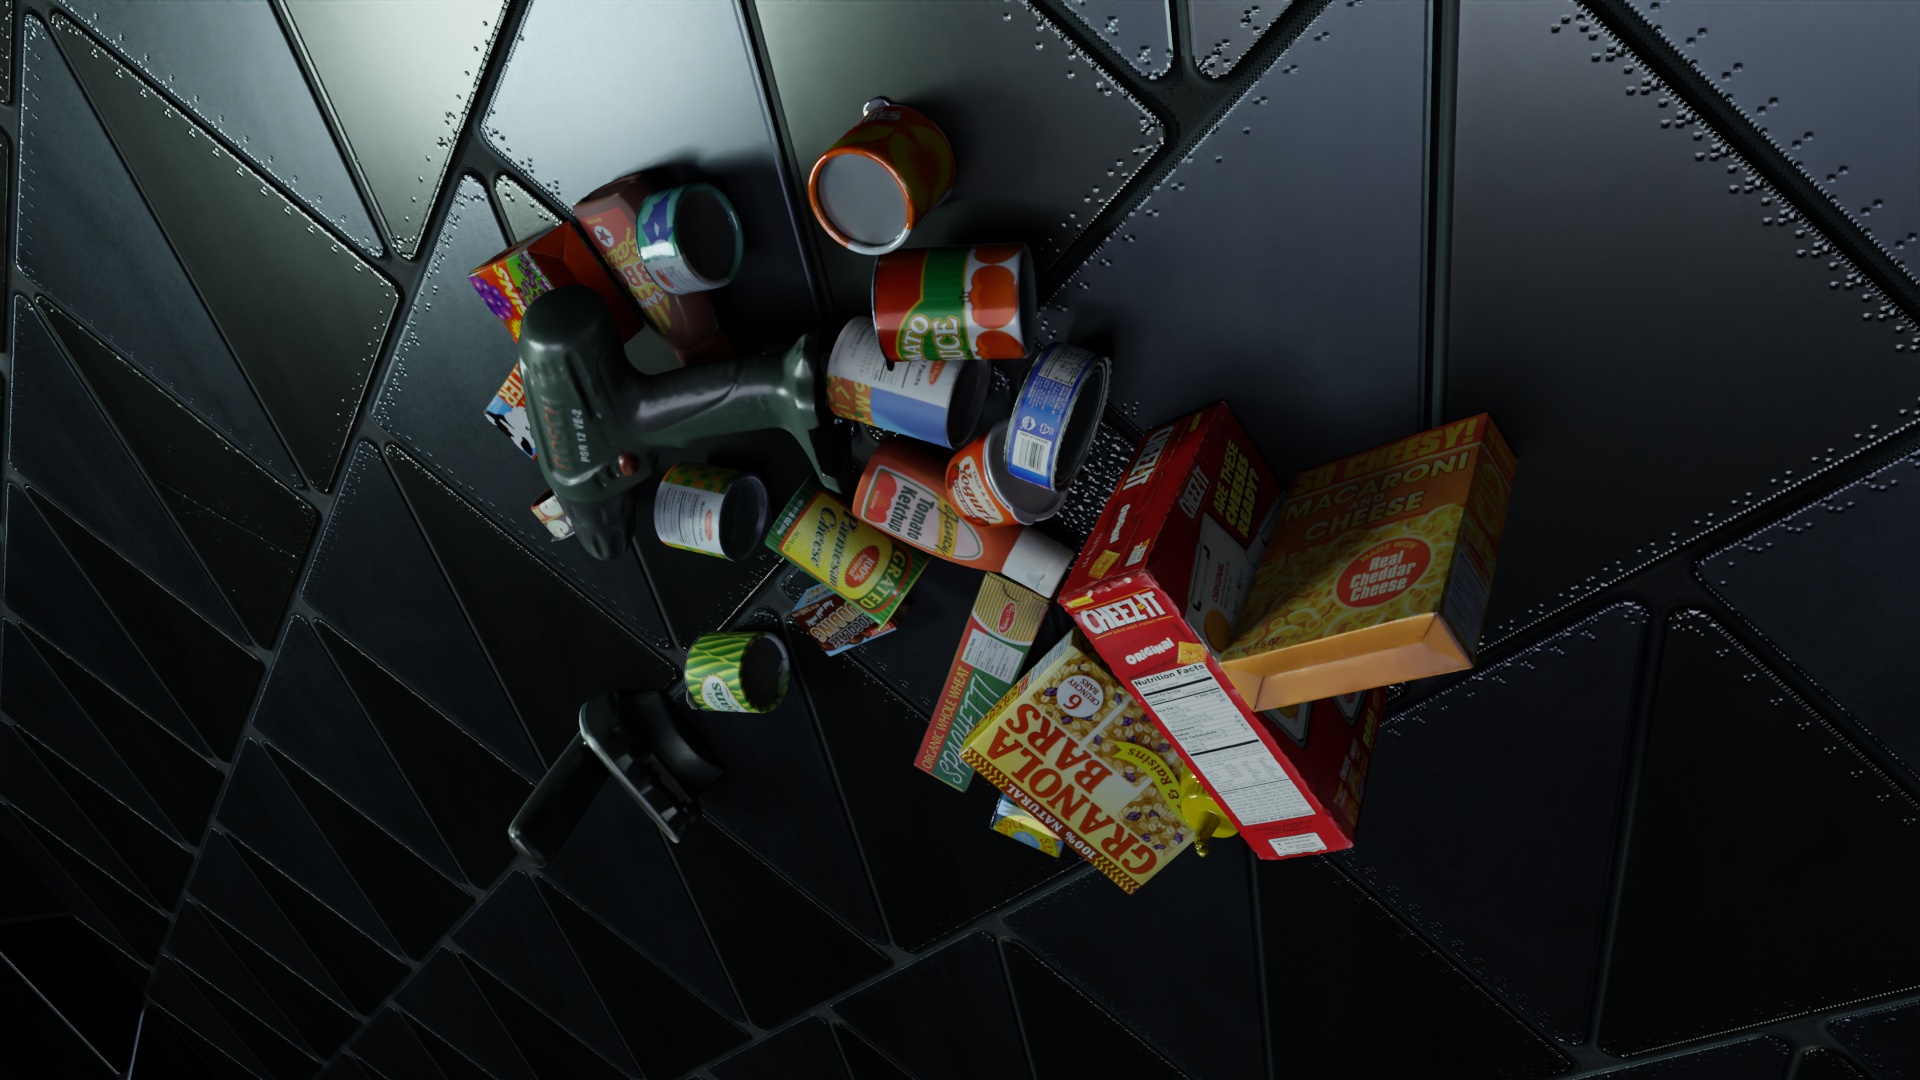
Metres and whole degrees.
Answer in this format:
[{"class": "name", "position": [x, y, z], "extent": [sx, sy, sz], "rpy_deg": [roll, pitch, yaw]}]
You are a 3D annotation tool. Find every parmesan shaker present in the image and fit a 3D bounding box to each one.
[{"class": "parmesan shaker", "position": [-0.080, 0.008, 0.980], "extent": [0.103, 0.072, 0.071], "rpy_deg": [35, 137, -1]}]

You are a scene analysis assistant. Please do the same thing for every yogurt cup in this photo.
[{"class": "yogurt cup", "position": [0.027, -0.040, 0.882], "extent": [0.072, 0.073, 0.053], "rpy_deg": [49, 143, -16]}]

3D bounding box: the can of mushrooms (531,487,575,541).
[{"class": "can of mushrooms", "position": [-0.298, -0.031, 1.076], "extent": [0.071, 0.071, 0.033], "rpy_deg": [-19, 115, 40]}]

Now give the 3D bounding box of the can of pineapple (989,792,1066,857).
[{"class": "can of pineapple", "position": [0.062, 0.205, 1.074], "extent": [0.058, 0.071, 0.070], "rpy_deg": [22, 136, 12]}]

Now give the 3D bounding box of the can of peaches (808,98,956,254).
[{"class": "can of peaches", "position": [-0.045, -0.204, 0.781], "extent": [0.071, 0.058, 0.070], "rpy_deg": [16, 135, 17]}]

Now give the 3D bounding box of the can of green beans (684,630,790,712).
[{"class": "can of green beans", "position": [-0.181, 0.107, 1.131], "extent": [0.058, 0.071, 0.071], "rpy_deg": [-2, 127, 31]}]

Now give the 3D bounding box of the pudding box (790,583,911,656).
[{"class": "pudding box", "position": [-0.083, 0.052, 1.052], "extent": [0.083, 0.030, 0.049], "rpy_deg": [-23, 114, 42]}]

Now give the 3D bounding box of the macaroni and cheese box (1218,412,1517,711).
[{"class": "macaroni and cheese box", "position": [0.219, 0.011, 0.736], "extent": [0.123, 0.167, 0.040], "rpy_deg": [-19, 117, 41]}]

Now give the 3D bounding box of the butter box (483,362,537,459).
[{"class": "butter box", "position": [-0.320, -0.108, 1.053], "extent": [0.053, 0.024, 0.103], "rpy_deg": [43, 136, -9]}]

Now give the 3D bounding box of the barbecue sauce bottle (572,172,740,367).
[{"class": "barbecue sauce bottle", "position": [-0.191, -0.165, 0.912], "extent": [0.065, 0.044, 0.148], "rpy_deg": [1, 129, 44]}]

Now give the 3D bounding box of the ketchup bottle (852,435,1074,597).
[{"class": "ketchup bottle", "position": [0.003, -0.012, 0.934], "extent": [0.149, 0.044, 0.064], "rpy_deg": [27, 130, 6]}]

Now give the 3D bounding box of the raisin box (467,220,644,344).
[{"class": "raisin box", "position": [-0.276, -0.162, 0.943], "extent": [0.123, 0.040, 0.086], "rpy_deg": [2, 132, 54]}]

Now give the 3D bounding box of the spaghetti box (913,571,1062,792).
[{"class": "spaghetti box", "position": [0.016, 0.105, 1.041], "extent": [0.050, 0.029, 0.248], "rpy_deg": [27, 136, 7]}]

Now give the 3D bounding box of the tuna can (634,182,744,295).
[{"class": "tuna can", "position": [-0.167, -0.190, 0.863], "extent": [0.033, 0.071, 0.070], "rpy_deg": [-3, 126, 31]}]

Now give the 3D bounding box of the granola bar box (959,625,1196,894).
[{"class": "granola bar box", "position": [0.102, 0.159, 0.997], "extent": [0.165, 0.039, 0.124], "rpy_deg": [40, 110, -7]}]

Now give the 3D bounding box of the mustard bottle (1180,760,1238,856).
[{"class": "mustard bottle", "position": [0.172, 0.138, 0.882], "extent": [0.065, 0.161, 0.048], "rpy_deg": [39, 138, -4]}]

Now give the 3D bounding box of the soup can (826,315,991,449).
[{"class": "soup can", "position": [-0.031, -0.097, 0.863], "extent": [0.084, 0.072, 0.071], "rpy_deg": [17, 134, 18]}]

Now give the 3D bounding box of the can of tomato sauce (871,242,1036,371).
[{"class": "can of tomato sauce", "position": [-0.002, -0.134, 0.797], "extent": [0.083, 0.071, 0.070], "rpy_deg": [0, 129, 12]}]

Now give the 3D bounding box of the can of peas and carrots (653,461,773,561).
[{"class": "can of peas and carrots", "position": [-0.181, -0.022, 1.020], "extent": [0.059, 0.071, 0.070], "rpy_deg": [11, 132, 23]}]
